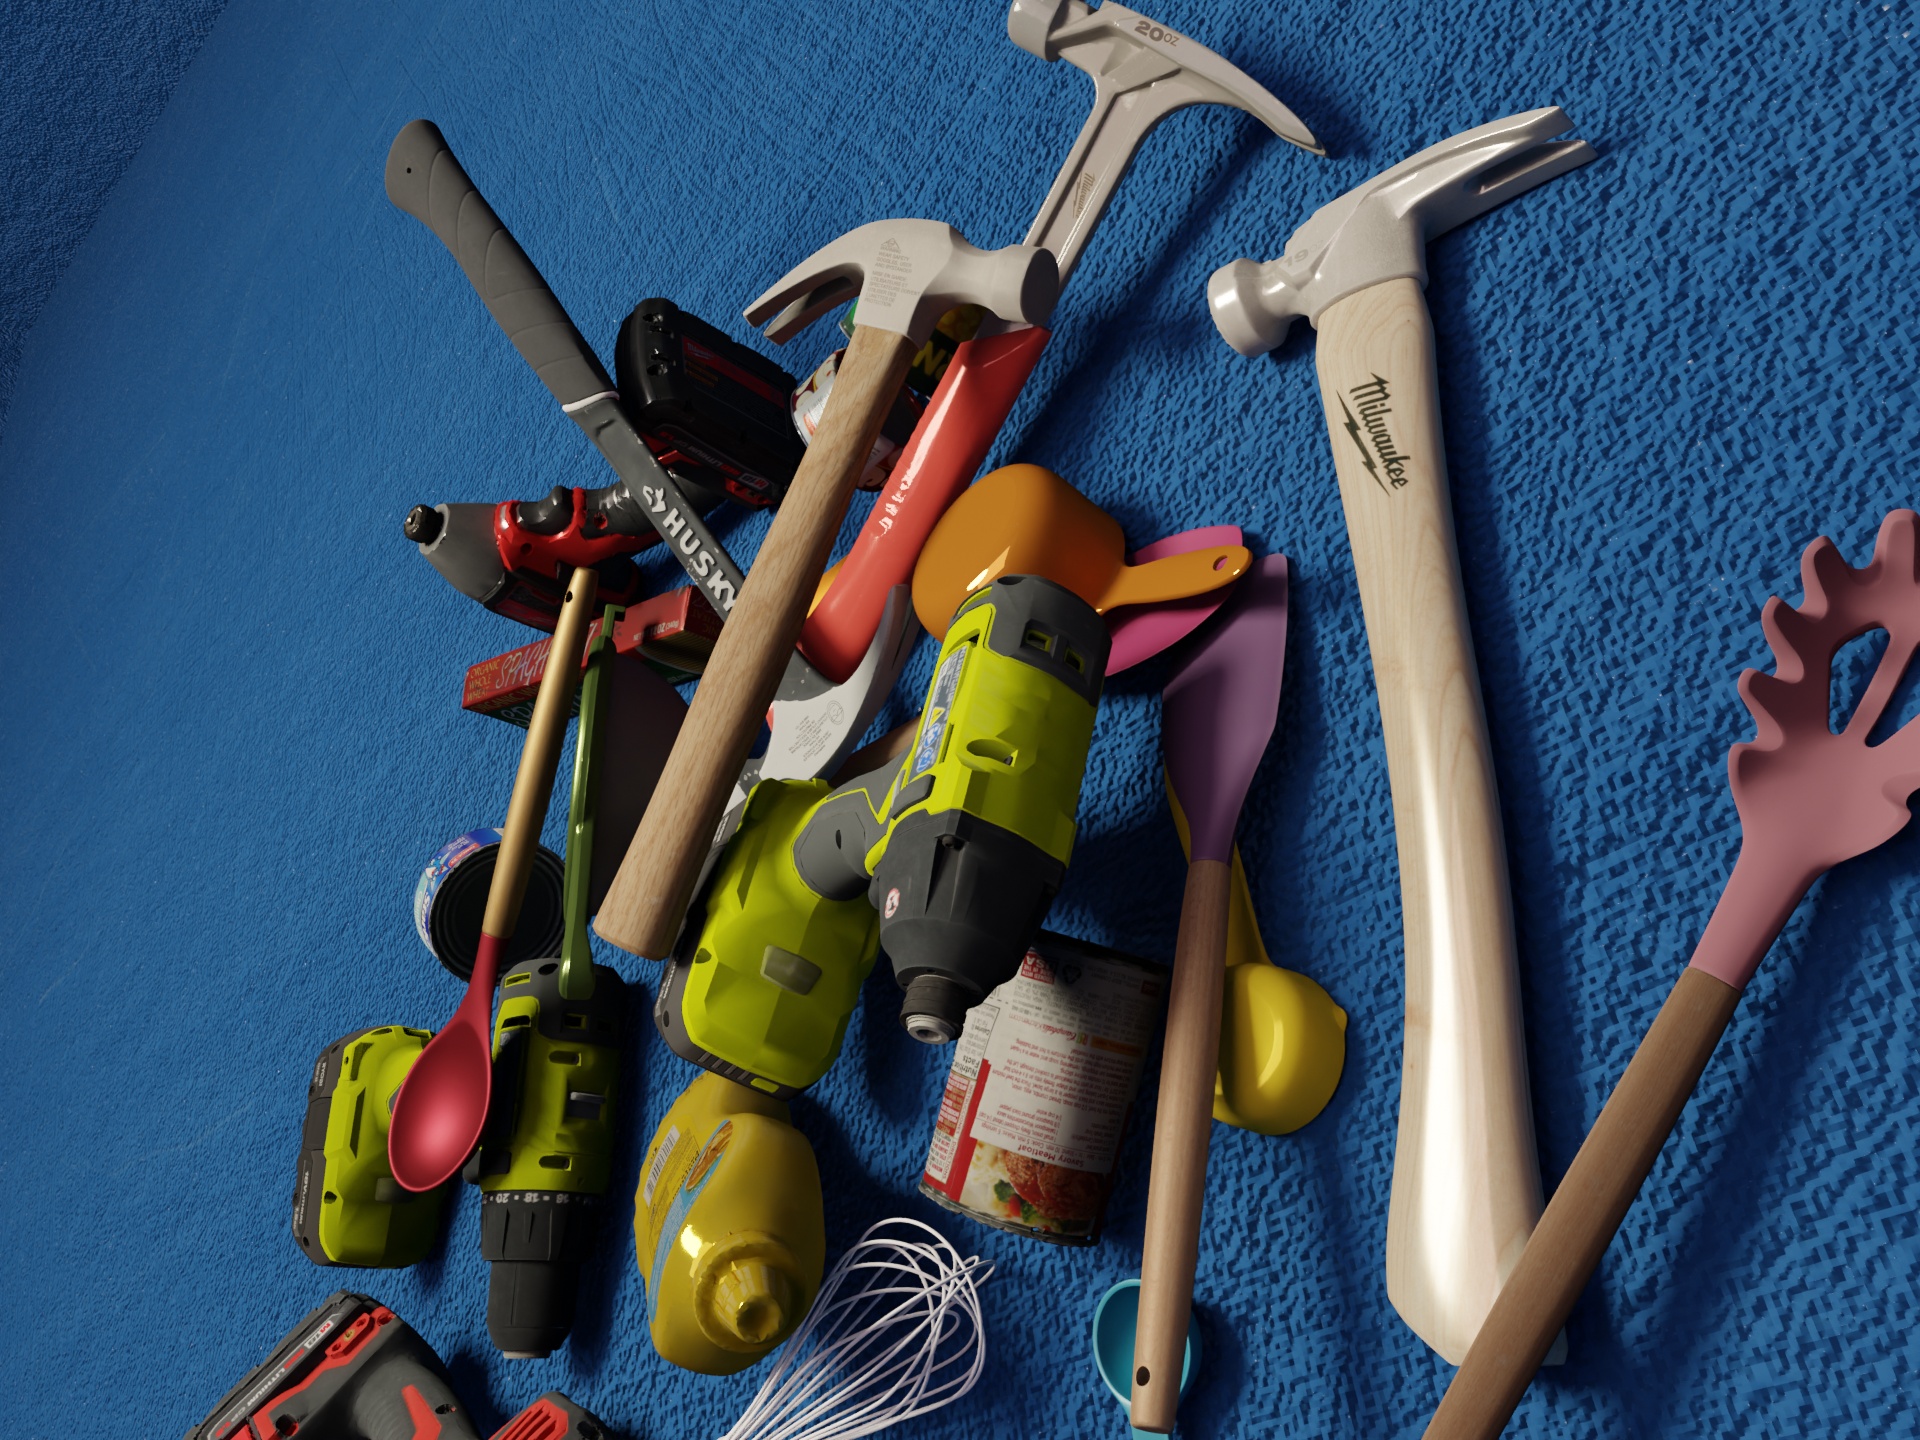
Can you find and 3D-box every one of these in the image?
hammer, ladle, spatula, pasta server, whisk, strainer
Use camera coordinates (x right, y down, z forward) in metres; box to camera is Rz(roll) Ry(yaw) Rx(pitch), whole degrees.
[{"bbox_3d":[-0.076,-0.060,0.670,0.130,0.031,0.331,19,83,29],"label":"hammer"},{"bbox_3d":[-0.221,0.078,0.773,0.069,0.031,0.315,20,97,38],"label":"ladle"},{"bbox_3d":[0.010,-0.135,0.717,0.149,0.036,0.359,36,111,16],"label":"hammer"},{"bbox_3d":[0.081,0.074,0.544,0.060,0.018,0.316,-24,44,43],"label":"spatula"},{"bbox_3d":[0.161,-0.010,0.521,0.146,0.038,0.411,-21,59,40],"label":"hammer"},{"bbox_3d":[0.186,0.091,0.421,0.060,0.040,0.316,29,88,34],"label":"pasta server"},{"bbox_3d":[-0.167,-0.144,0.772,0.149,0.036,0.409,-44,73,25],"label":"hammer"},{"bbox_3d":[-0.078,0.289,0.643,0.284,0.070,0.070,-48,44,30],"label":"whisk"},{"bbox_3d":[-0.153,0.056,0.766,0.257,0.069,0.151,-111,28,-63],"label":"strainer"}]

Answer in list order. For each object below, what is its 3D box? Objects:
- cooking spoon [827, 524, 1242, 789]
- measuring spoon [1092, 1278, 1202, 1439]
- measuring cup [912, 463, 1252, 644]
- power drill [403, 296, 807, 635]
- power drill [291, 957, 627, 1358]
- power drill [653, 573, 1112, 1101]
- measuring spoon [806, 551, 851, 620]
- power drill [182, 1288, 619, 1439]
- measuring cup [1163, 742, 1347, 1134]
[{"bbox_3d":[-0.001,-0.002,0.707,0.319,0.017,0.069,-29,36,38],"label":"cooking spoon"},{"bbox_3d":[0.071,0.251,0.525,0.042,0.021,0.129,-22,67,41],"label":"measuring spoon"},{"bbox_3d":[0.042,-0.066,0.633,0.174,0.052,0.095,-3,57,58],"label":"measuring cup"},{"bbox_3d":[-0.199,-0.127,0.888,0.219,0.143,0.079,-33,51,32],"label":"power drill"},{"bbox_3d":[-0.267,0.238,0.854,0.228,0.080,0.191,-17,63,40],"label":"power drill"},{"bbox_3d":[-0.034,0.062,0.610,0.223,0.080,0.171,-38,30,50],"label":"power drill"},{"bbox_3d":[-0.050,-0.084,0.803,0.117,0.011,0.021,-36,50,32],"label":"measuring spoon"},{"bbox_3d":[-0.279,0.377,0.740,0.227,0.080,0.188,3,38,45],"label":"power drill"},{"bbox_3d":[0.090,0.070,0.567,0.062,0.029,0.157,-36,51,32],"label":"measuring cup"}]
